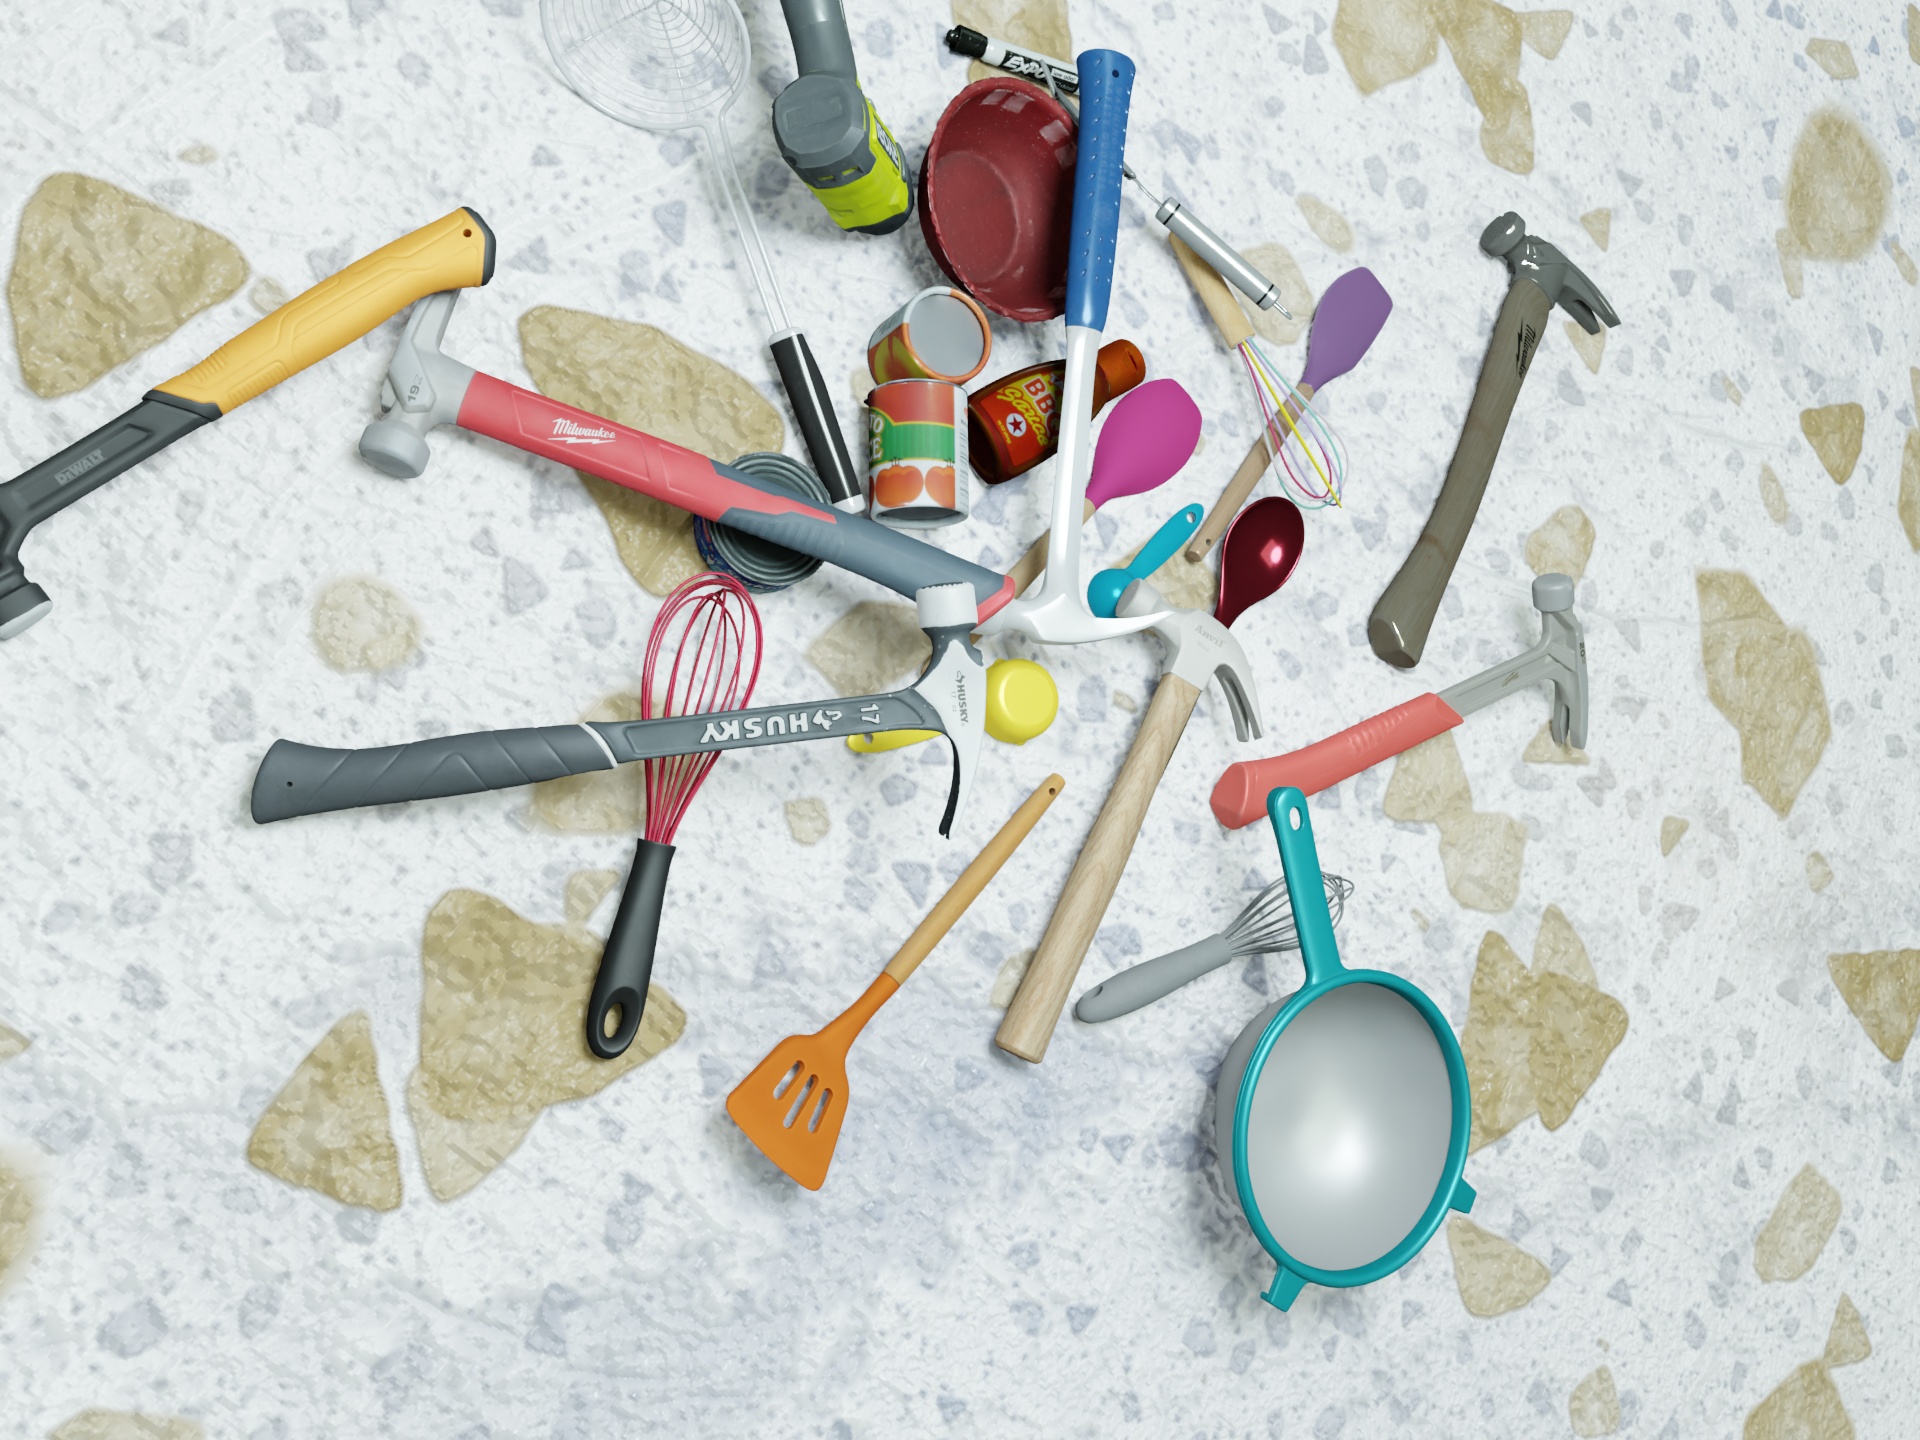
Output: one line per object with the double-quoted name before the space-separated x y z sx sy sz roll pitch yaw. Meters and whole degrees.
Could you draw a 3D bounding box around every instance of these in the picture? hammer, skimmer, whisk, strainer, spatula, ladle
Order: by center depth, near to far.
"hammer" -0.400 -0.188 0.852 0.337 0.034 0.127 -38 101 -19
"hammer" -0.182 0.016 0.897 0.409 0.036 0.149 -7 95 -12
"whisk" -0.174 0.054 0.944 0.073 0.073 0.296 16 82 -24
"hammer" -0.145 -0.152 0.957 0.386 0.038 0.143 20 73 -12
"skimmer" -0.146 -0.294 0.985 0.090 0.127 0.363 -36 109 -60
"spatula" -0.025 0.148 1.013 0.081 0.041 0.323 48 64 -13
"hammer" 0.087 -0.249 1.066 0.144 0.035 0.405 8 83 -18
"hammer" 0.108 0.075 1.079 0.130 0.031 0.331 29 75 -15
"strainer" 0.232 0.211 1.096 0.211 0.095 0.340 -15 95 -29
"whisk" 0.180 0.159 1.117 0.239 0.055 0.055 -20 92 -23
"ladle" 0.170 -0.028 1.146 0.069 0.031 0.315 37 70 -27
"strainer" 0.143 -0.374 1.154 0.258 0.087 0.050 38 112 -7
"whisk" 0.221 -0.262 1.187 0.047 0.051 0.245 -23 82 -47
"hammer" 0.343 0.011 1.213 0.359 0.037 0.149 -22 113 -24
"spatula" 0.253 -0.239 1.222 0.059 0.018 0.316 44 65 -20
"hammer" 0.430 -0.218 1.301 0.146 0.038 0.411 33 70 -21

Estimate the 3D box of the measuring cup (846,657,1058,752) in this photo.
"measuring cup" -0.002 -0.003 1.052 0.156 0.029 0.062 -15 90 -30

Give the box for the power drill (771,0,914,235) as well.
"power drill" -0.082 -0.429 1.013 0.080 0.171 0.223 -12 85 12

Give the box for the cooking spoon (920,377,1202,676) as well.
"cooking spoon" 0.075 -0.135 1.116 0.068 0.017 0.319 48 65 -13

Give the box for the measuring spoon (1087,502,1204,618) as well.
"measuring spoon" 0.141 -0.117 1.145 0.128 0.021 0.042 -46 104 -23
